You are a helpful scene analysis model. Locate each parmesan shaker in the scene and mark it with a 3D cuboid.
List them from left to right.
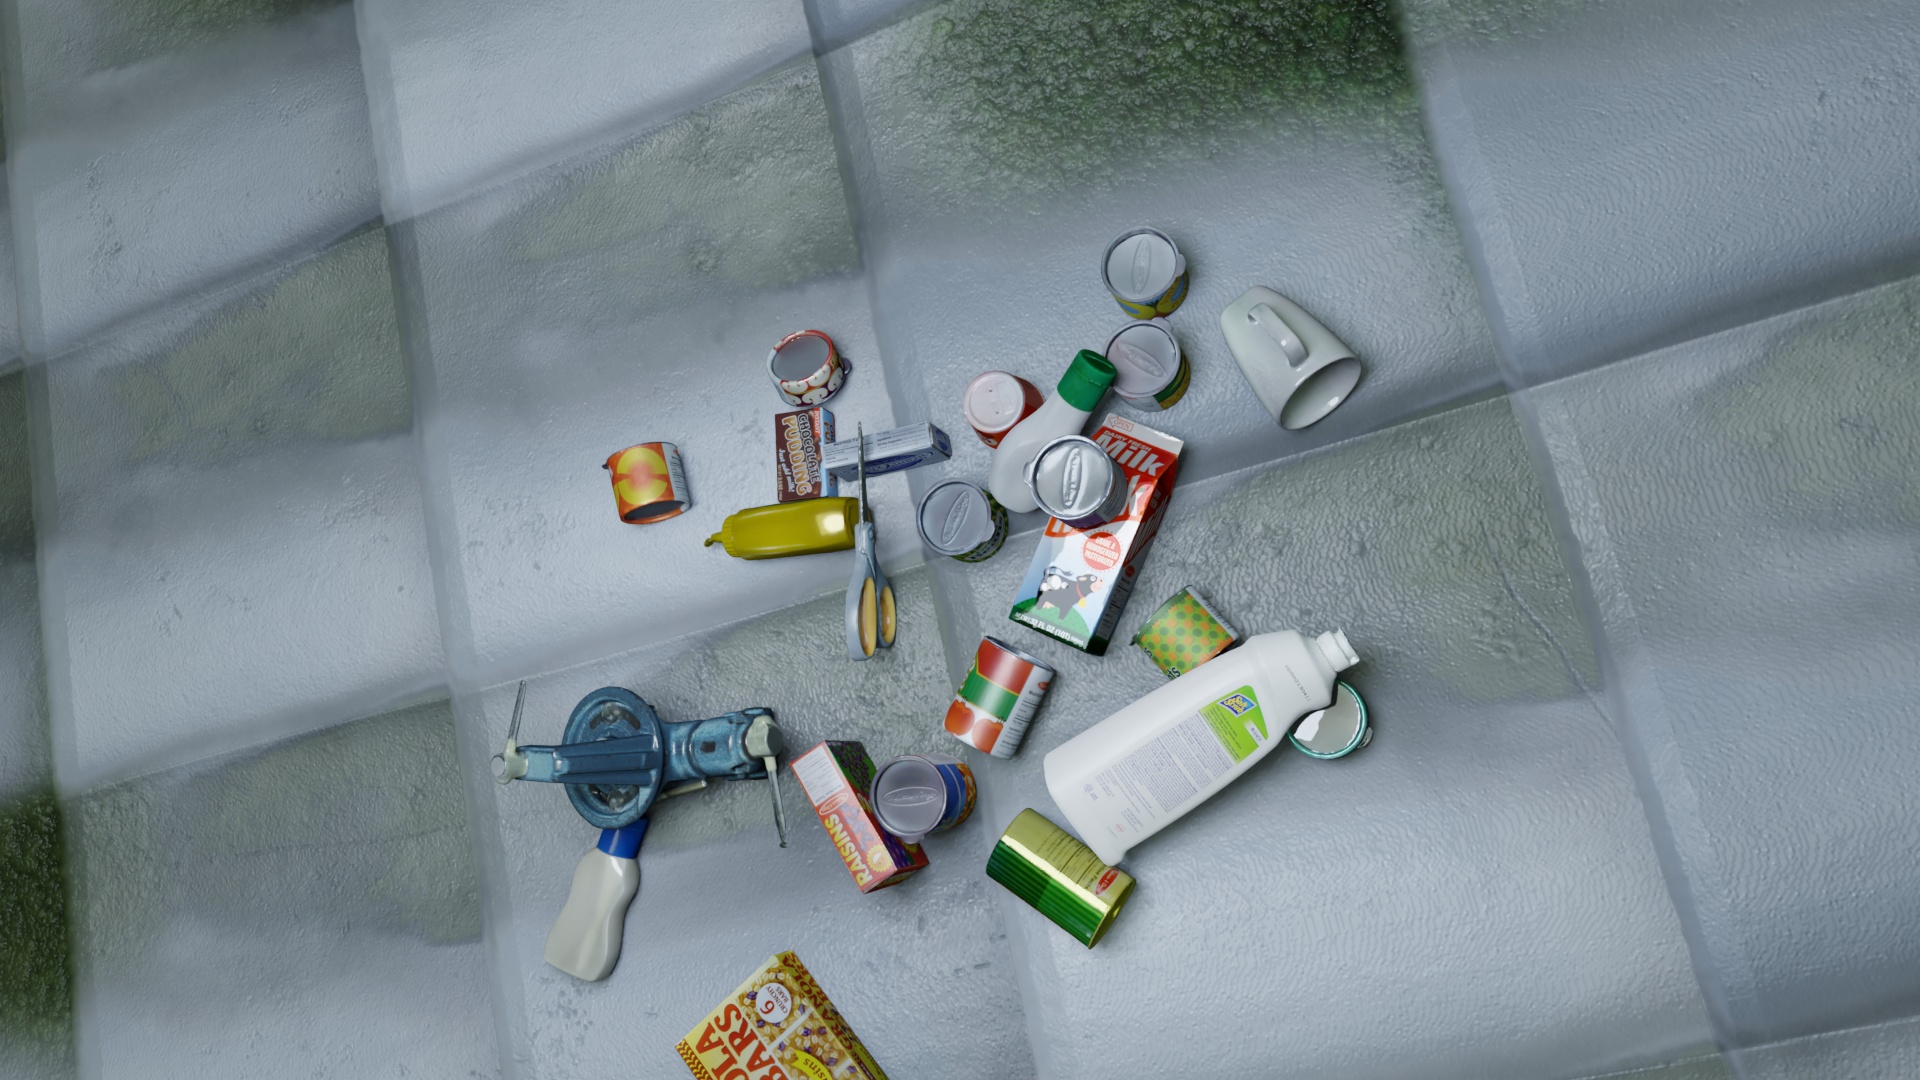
[{"bbox_3d":[0.081,0.269,1.117,0.103,0.071,0.071,32,92,20],"label":"parmesan shaker"}]

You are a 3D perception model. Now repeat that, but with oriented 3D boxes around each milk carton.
[{"bbox_3d":[0.115,-0.007,1.142,0.072,0.073,0.190,23,89,19],"label":"milk carton"}]

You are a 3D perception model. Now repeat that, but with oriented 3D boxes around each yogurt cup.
[{"bbox_3d":[0.035,-0.114,1.194,0.072,0.054,0.072,-2,81,16],"label":"yogurt cup"}]

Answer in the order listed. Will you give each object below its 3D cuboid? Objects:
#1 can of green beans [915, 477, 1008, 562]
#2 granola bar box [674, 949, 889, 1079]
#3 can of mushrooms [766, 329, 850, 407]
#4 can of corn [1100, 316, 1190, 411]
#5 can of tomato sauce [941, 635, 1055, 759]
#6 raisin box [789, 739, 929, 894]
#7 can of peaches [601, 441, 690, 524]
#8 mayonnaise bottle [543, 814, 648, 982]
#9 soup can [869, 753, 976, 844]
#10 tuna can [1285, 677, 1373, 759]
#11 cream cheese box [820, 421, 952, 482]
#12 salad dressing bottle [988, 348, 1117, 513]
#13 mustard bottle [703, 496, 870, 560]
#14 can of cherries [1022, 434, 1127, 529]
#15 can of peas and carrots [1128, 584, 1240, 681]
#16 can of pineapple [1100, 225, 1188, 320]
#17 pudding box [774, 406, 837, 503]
[{"bbox_3d":[0.002,-0.016,1.187,0.071,0.058,0.071,-3,81,17],"label":"can of green beans"},{"bbox_3d":[-0.143,0.451,1.171,0.124,0.039,0.166,-44,72,6],"label":"granola bar box"},{"bbox_3d":[-0.138,-0.157,1.253,0.071,0.033,0.071,-10,53,13],"label":"can of mushrooms"},{"bbox_3d":[0.157,-0.147,1.158,0.071,0.058,0.071,-3,81,17],"label":"can of corn"},{"bbox_3d":[0.030,0.129,1.152,0.071,0.071,0.083,26,91,19],"label":"can of tomato sauce"},{"bbox_3d":[-0.084,0.229,1.161,0.040,0.086,0.123,-35,73,8],"label":"raisin box"},{"bbox_3d":[-0.289,-0.051,1.279,0.071,0.071,0.058,-20,77,14],"label":"can of peaches"},{"bbox_3d":[-0.321,0.315,1.247,0.065,0.041,0.148,18,86,18],"label":"mayonnaise bottle"},{"bbox_3d":[-0.030,0.212,1.148,0.071,0.084,0.071,-3,81,18],"label":"soup can"},{"bbox_3d":[0.287,0.140,1.086,0.071,0.033,0.071,-3,81,18],"label":"tuna can"},{"bbox_3d":[-0.065,-0.077,1.220,0.104,0.053,0.024,-12,77,15],"label":"cream cheese box"},{"bbox_3d":[0.077,-0.090,1.150,0.064,0.044,0.147,22,122,-18],"label":"salad dressing bottle"},{"bbox_3d":[-0.161,-0.009,1.235,0.160,0.065,0.049,-6,85,20],"label":"mustard bottle"},{"bbox_3d":[0.090,-0.046,1.085,0.071,0.058,0.071,-3,81,18],"label":"can of cherries"},{"bbox_3d":[0.179,0.080,1.112,0.071,0.071,0.059,-45,73,7],"label":"can of peas and carrots"},{"bbox_3d":[0.158,-0.223,1.170,0.071,0.058,0.071,-2,82,17],"label":"can of pineapple"},{"bbox_3d":[-0.139,-0.075,1.255,0.049,0.030,0.084,-6,80,16],"label":"pudding box"}]
